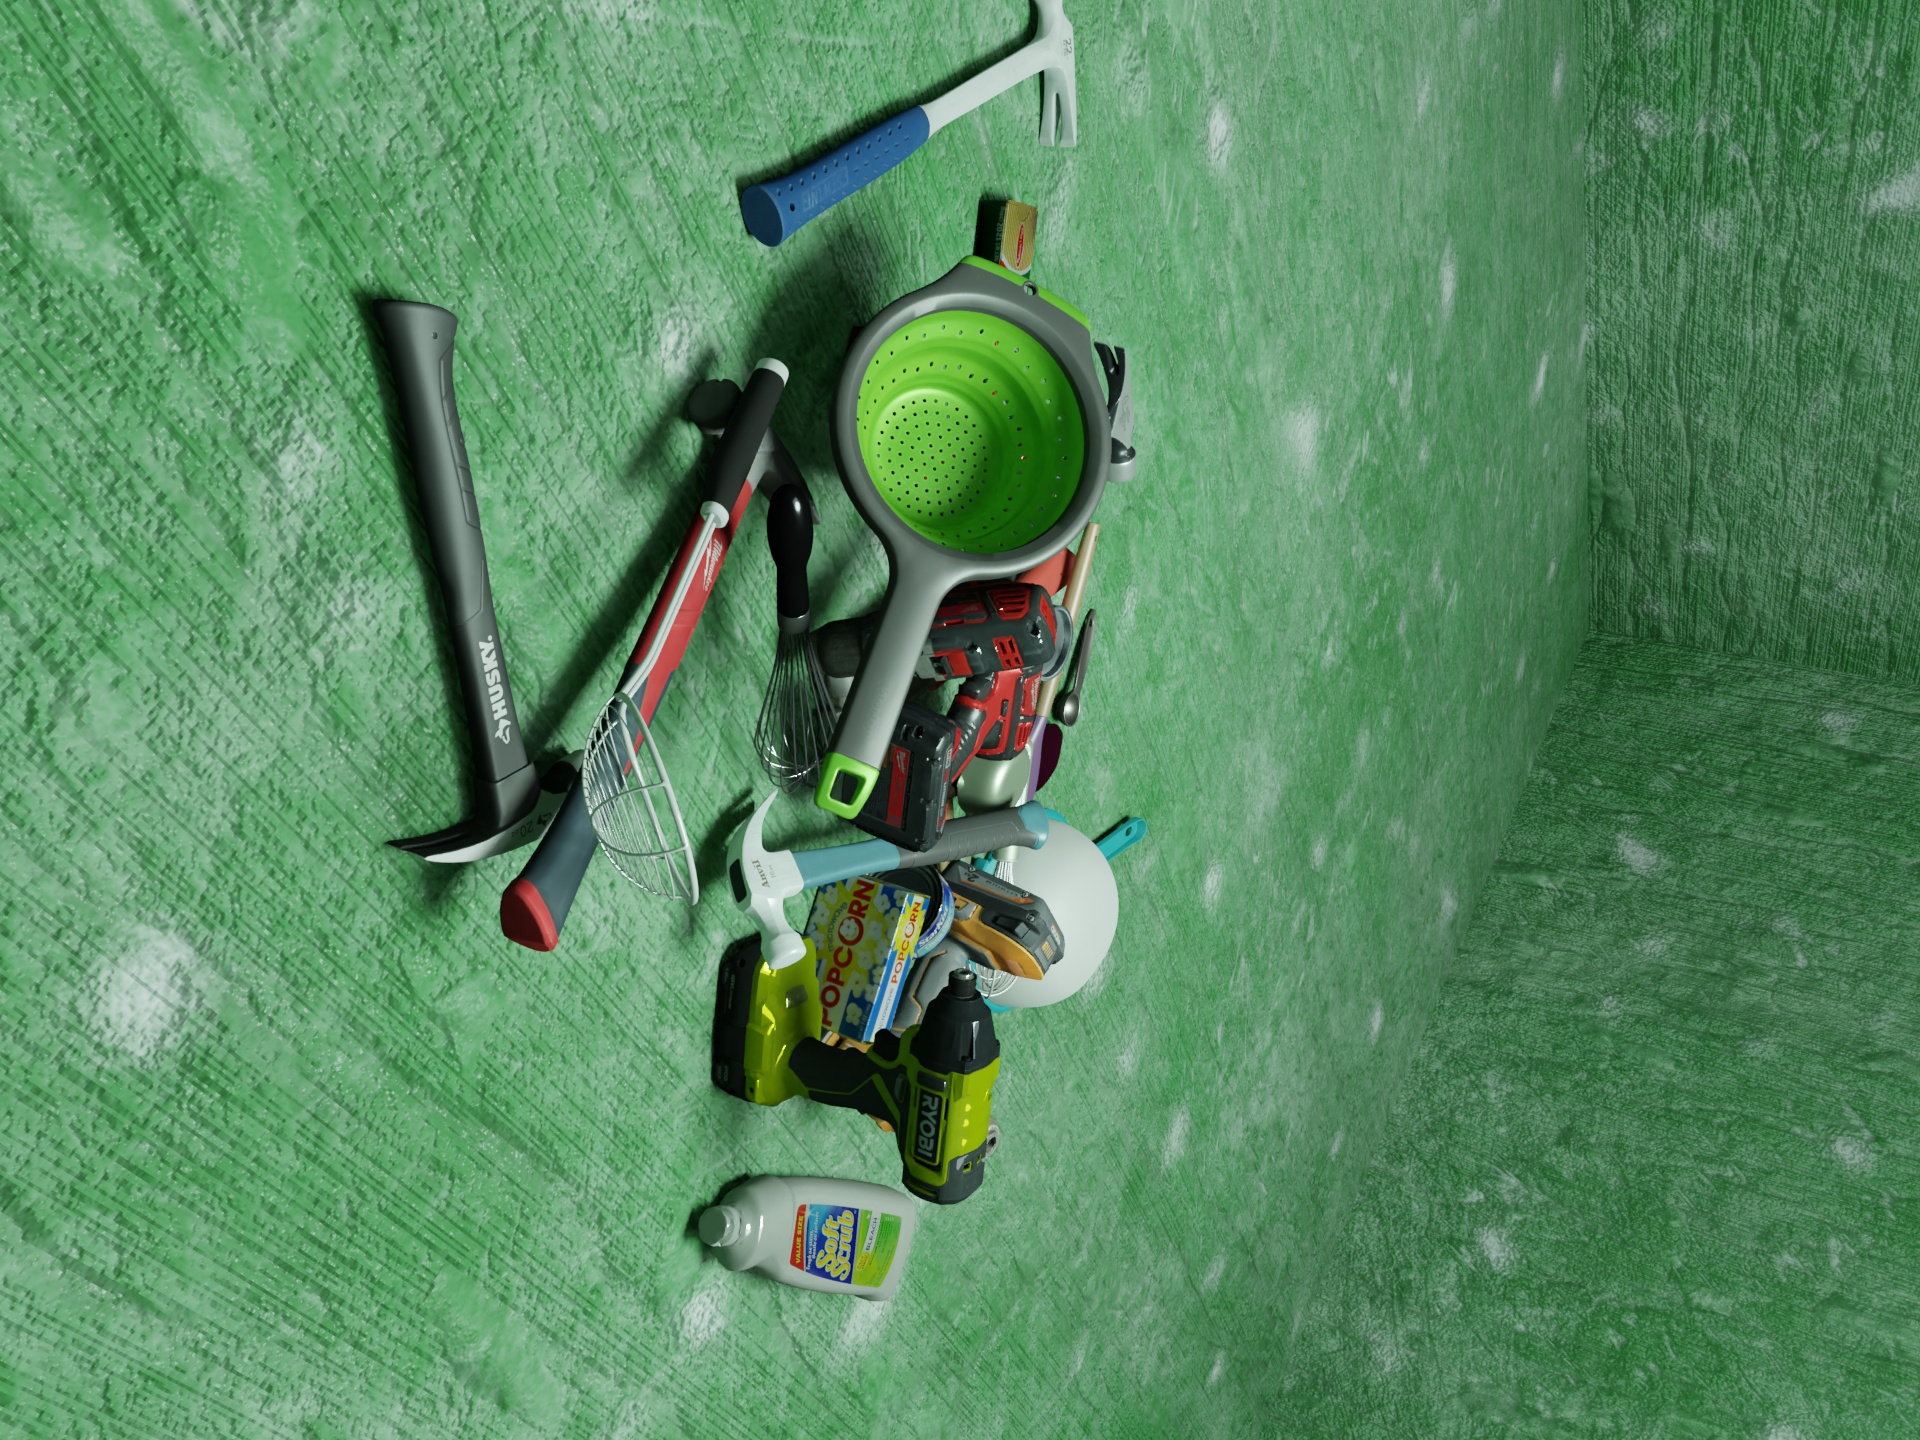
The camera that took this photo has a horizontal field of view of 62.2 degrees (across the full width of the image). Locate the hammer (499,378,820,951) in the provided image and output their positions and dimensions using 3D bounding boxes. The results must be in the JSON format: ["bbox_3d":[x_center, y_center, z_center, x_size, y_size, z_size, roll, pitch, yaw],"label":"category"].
[{"bbox_3d":[-0.192,-0.027,1.027,0.143,0.038,0.386,56,47,-52],"label":"hammer"}]

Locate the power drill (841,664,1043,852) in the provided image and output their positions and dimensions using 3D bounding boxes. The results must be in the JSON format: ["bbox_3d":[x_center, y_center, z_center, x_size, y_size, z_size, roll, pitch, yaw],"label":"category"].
[{"bbox_3d":[-0.002,-0.004,1.248,0.220,0.078,0.143,-41,146,-51],"label":"power drill"}]

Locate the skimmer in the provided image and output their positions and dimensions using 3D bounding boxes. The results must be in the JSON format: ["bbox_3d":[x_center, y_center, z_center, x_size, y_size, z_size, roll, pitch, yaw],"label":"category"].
[{"bbox_3d":[-0.143,-0.067,0.972,0.127,0.090,0.363,110,-3,-64],"label":"skimmer"}]

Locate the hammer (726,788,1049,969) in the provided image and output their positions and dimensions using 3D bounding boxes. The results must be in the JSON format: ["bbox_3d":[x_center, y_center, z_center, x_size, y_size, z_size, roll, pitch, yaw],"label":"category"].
[{"bbox_3d":[-0.045,0.103,1.255,0.331,0.033,0.128,-7,64,-46],"label":"hammer"}]

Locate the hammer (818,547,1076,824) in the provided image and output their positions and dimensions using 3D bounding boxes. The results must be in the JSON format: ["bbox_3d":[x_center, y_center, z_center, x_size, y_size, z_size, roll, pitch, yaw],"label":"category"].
[{"bbox_3d":[0.001,-0.055,1.377,0.359,0.037,0.149,-40,134,-43],"label":"hammer"}]

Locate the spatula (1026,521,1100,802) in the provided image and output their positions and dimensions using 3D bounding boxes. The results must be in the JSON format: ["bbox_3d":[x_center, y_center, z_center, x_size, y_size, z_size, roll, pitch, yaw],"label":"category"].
[{"bbox_3d":[0.082,-0.030,1.475,0.059,0.018,0.316,0,106,-61],"label":"spatula"}]

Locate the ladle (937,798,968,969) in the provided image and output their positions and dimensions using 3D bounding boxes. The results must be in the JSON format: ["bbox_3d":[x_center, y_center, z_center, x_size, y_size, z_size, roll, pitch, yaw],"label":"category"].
[{"bbox_3d":[-0.012,0.155,1.452,0.069,0.031,0.315,-37,131,-55],"label":"ladle"}]

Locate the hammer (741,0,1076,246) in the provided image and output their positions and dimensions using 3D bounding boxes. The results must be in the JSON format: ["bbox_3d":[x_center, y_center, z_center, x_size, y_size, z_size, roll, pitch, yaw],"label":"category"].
[{"bbox_3d":[-0.022,-0.442,1.185,0.405,0.035,0.144,-46,138,-39],"label":"hammer"}]

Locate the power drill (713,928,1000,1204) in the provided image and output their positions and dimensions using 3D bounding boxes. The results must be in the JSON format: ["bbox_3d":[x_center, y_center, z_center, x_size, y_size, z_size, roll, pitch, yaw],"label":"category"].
[{"bbox_3d":[-0.075,0.244,1.194,0.080,0.223,0.171,-15,115,-56],"label":"power drill"}]

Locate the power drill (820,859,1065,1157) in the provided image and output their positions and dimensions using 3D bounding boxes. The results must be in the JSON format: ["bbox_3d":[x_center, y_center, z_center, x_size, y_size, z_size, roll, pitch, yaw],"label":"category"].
[{"bbox_3d":[-0.002,0.245,1.327,0.226,0.185,0.084,-53,142,-21],"label":"power drill"}]

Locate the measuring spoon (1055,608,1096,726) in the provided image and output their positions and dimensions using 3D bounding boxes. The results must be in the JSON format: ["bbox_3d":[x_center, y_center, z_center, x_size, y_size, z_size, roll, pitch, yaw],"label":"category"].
[{"bbox_3d":[0.115,-0.054,1.586,0.034,0.018,0.124,35,65,-57],"label":"measuring spoon"}]

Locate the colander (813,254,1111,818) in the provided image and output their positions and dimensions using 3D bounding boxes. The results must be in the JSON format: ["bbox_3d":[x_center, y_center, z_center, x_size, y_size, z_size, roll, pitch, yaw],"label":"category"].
[{"bbox_3d":[-0.031,-0.120,1.107,0.204,0.094,0.397,24,78,-18],"label":"colander"}]

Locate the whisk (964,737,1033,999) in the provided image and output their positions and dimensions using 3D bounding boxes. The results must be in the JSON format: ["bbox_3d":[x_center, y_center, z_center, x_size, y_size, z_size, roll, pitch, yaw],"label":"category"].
[{"bbox_3d":[0.040,0.134,1.451,0.059,0.057,0.246,-144,-119,-80],"label":"whisk"}]

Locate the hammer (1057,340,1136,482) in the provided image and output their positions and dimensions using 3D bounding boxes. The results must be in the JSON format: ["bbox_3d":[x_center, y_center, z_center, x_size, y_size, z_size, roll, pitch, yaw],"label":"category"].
[{"bbox_3d":[0.054,-0.177,1.359,0.409,0.036,0.149,-51,149,-38],"label":"hammer"}]

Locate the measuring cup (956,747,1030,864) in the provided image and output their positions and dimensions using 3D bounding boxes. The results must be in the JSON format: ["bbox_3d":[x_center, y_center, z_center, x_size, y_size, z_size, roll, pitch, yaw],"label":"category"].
[{"bbox_3d":[0.025,0.092,1.409,0.083,0.038,0.167,-25,130,-58],"label":"measuring cup"}]

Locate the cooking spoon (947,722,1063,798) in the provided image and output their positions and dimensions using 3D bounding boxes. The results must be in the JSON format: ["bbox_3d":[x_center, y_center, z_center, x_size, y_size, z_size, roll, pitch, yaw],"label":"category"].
[{"bbox_3d":[0.026,0.049,1.453,0.319,0.017,0.068,-15,119,-62],"label":"cooking spoon"}]

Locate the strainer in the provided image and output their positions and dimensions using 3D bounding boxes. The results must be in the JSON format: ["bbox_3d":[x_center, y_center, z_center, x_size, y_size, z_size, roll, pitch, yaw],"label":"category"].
[{"bbox_3d":[0.132,0.179,1.624,0.340,0.095,0.211,-29,125,-49],"label":"strainer"}]

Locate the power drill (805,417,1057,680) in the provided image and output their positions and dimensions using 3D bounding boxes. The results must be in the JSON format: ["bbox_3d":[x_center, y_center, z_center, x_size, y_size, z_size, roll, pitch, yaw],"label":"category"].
[{"bbox_3d":[-0.016,-0.121,1.212,0.080,0.188,0.227,66,23,-46],"label":"power drill"}]

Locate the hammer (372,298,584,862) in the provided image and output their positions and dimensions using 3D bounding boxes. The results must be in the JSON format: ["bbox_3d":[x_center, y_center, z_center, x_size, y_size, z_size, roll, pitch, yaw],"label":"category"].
[{"bbox_3d":[-0.287,-0.073,0.910,0.146,0.035,0.334,-36,131,-48],"label":"hammer"}]

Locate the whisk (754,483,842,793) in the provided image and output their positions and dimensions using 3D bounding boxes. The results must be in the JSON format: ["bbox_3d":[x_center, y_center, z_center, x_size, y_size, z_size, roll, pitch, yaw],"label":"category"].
[{"bbox_3d":[-0.116,-0.050,1.101,0.070,0.070,0.284,-49,155,-37],"label":"whisk"}]
